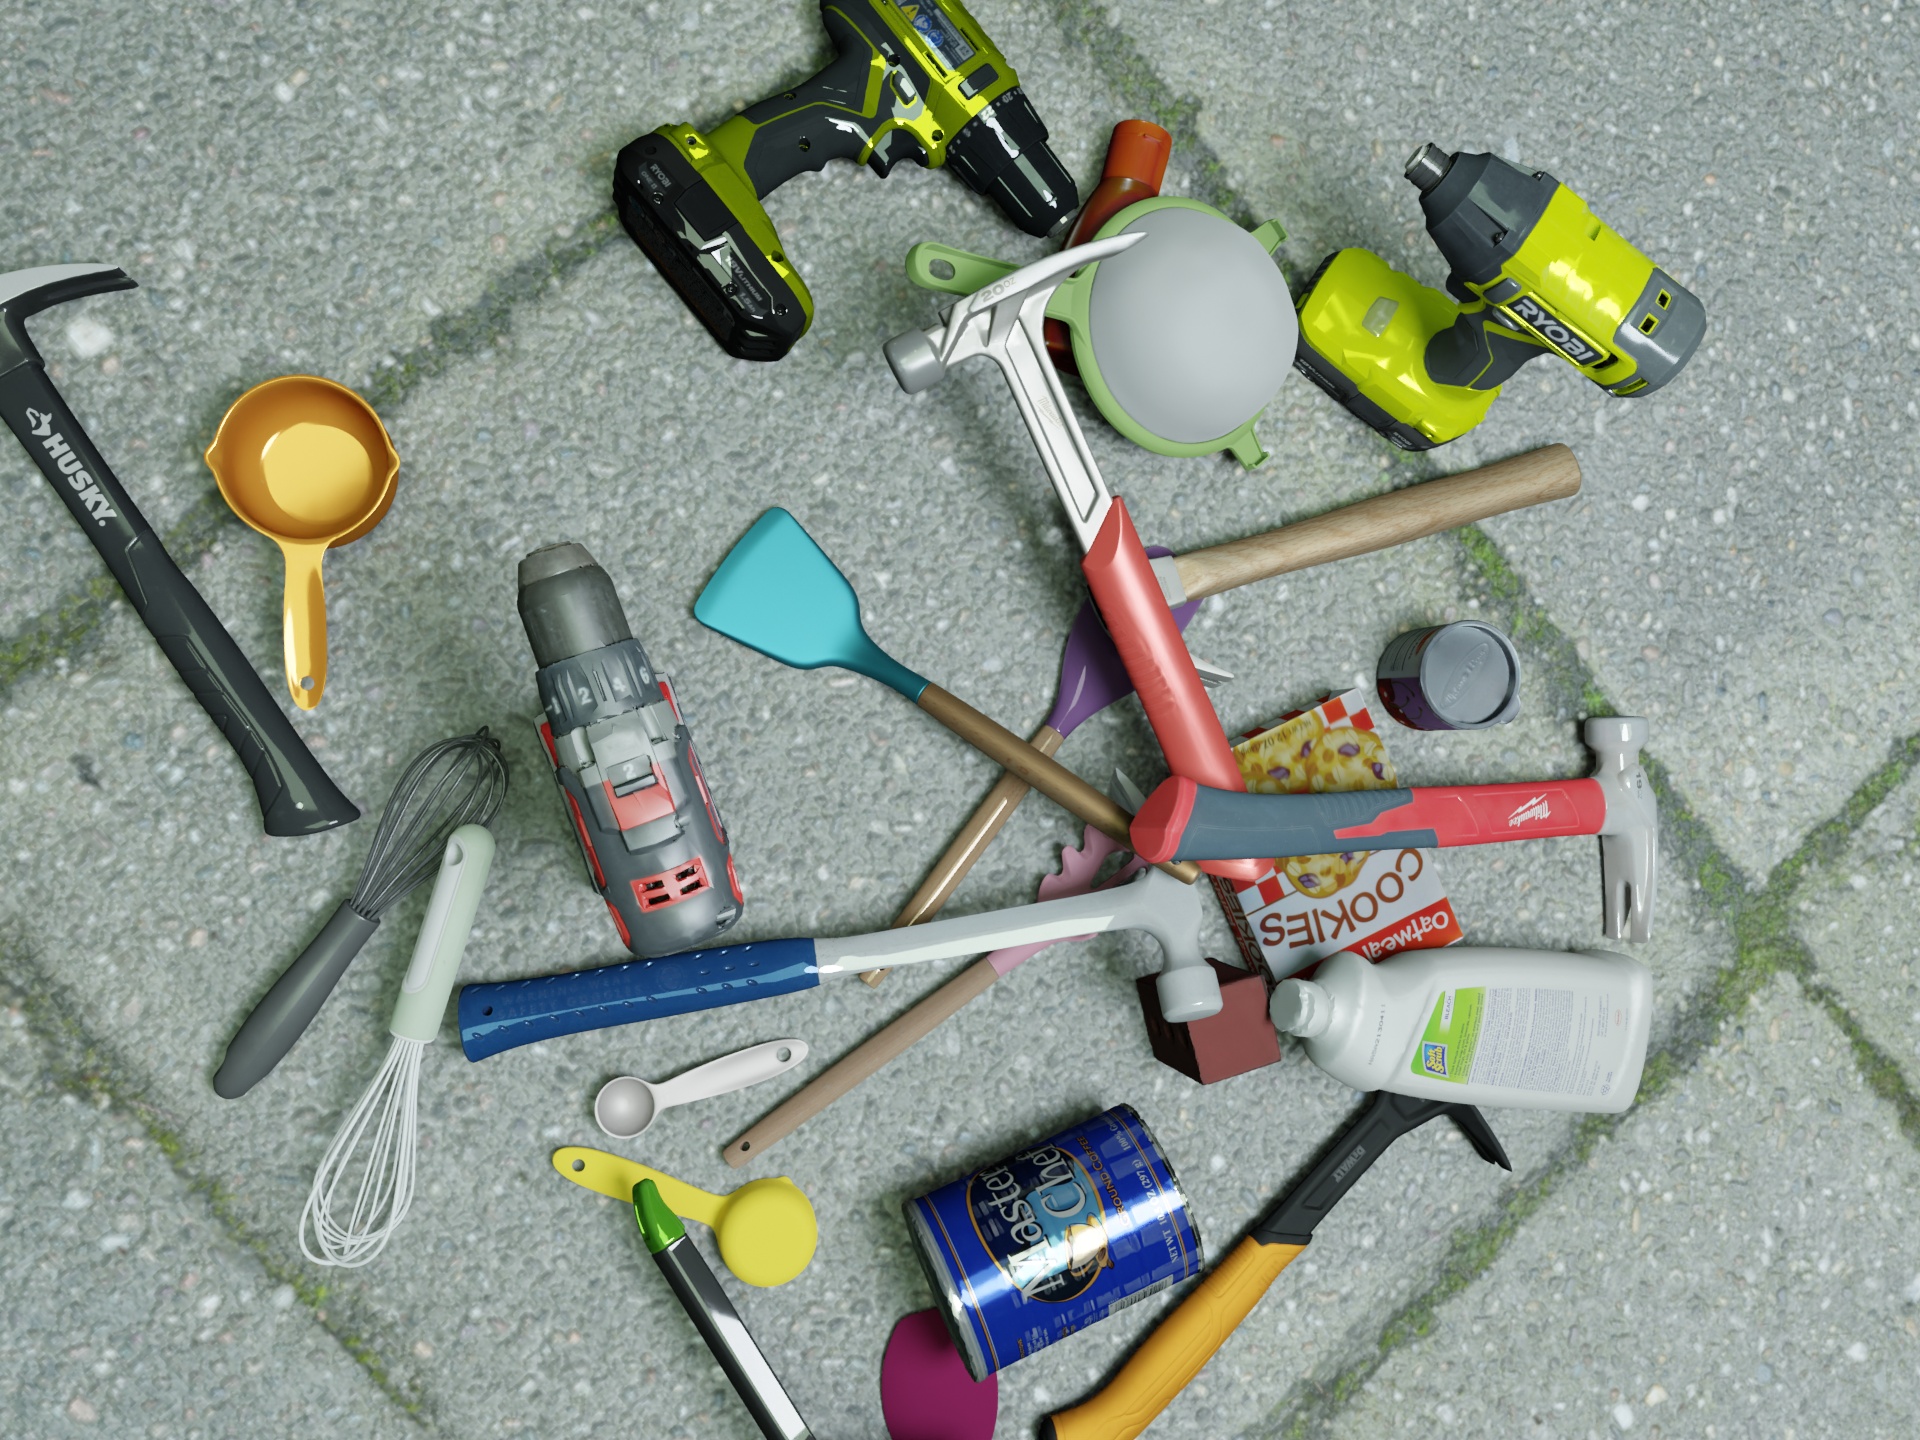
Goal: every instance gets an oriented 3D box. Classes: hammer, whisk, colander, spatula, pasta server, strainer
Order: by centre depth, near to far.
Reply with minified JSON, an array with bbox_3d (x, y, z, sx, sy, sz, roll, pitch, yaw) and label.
[{"bbox_3d":[-0.291,0.171,0.834,0.059,0.058,0.246,15,94,-55],"label":"whisk"},{"bbox_3d":[-0.422,-0.081,0.834,0.146,0.035,0.334,-34,96,-10],"label":"hammer"},{"bbox_3d":[-0.321,0.102,0.849,0.055,0.055,0.239,37,86,-9],"label":"whisk"},{"bbox_3d":[-0.037,0.396,0.849,0.094,0.204,0.397,-31,83,-28],"label":"colander"},{"bbox_3d":[0.099,-0.075,0.869,0.149,0.037,0.359,-26,104,0],"label":"hammer"},{"bbox_3d":[-0.069,0.125,0.876,0.405,0.035,0.144,-9,68,-4],"label":"hammer"},{"bbox_3d":[0.096,-0.233,0.881,0.256,0.069,0.151,5,90,-29],"label":"strainer"},{"bbox_3d":[-0.001,-0.003,0.887,0.317,0.044,0.082,34,78,13],"label":"spatula"},{"bbox_3d":[-0.004,0.157,0.916,0.316,0.040,0.060,-35,71,-9],"label":"pasta server"},{"bbox_3d":[0.265,0.072,0.919,0.386,0.038,0.143,-1,89,-29],"label":"hammer"},{"bbox_3d":[0.038,0.026,0.937,0.059,0.018,0.316,38,81,-6],"label":"spatula"},{"bbox_3d":[0.180,0.332,0.952,0.337,0.034,0.127,-43,96,-10],"label":"hammer"},{"bbox_3d":[0.233,-0.112,0.967,0.331,0.031,0.130,-16,85,-14],"label":"hammer"}]

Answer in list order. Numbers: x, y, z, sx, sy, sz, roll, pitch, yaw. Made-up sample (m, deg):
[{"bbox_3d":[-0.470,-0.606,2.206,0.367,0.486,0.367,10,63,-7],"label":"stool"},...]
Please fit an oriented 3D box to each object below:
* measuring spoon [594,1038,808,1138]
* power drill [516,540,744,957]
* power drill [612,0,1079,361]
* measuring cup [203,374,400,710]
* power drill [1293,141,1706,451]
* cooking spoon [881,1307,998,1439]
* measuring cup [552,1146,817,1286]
[{"bbox_3d":[-0.146,0.203,0.899,0.124,0.018,0.034,-15,92,-19],"label":"measuring spoon"},{"bbox_3d":[-0.169,0.013,0.787,0.080,0.227,0.188,-20,93,-12],"label":"power drill"},{"bbox_3d":[-0.060,-0.308,0.896,0.228,0.080,0.190,-41,96,-13],"label":"power drill"},{"bbox_3d":[-0.343,-0.092,0.843,0.095,0.052,0.173,-1,91,-12],"label":"measuring cup"},{"bbox_3d":[0.279,-0.233,0.888,0.171,0.223,0.080,34,82,-9],"label":"power drill"},{"bbox_3d":[0.006,0.499,0.919,0.068,0.017,0.319,-9,90,-11],"label":"cooking spoon"},{"bbox_3d":[-0.152,0.271,0.884,0.156,0.029,0.062,23,84,-13],"label":"measuring cup"}]
